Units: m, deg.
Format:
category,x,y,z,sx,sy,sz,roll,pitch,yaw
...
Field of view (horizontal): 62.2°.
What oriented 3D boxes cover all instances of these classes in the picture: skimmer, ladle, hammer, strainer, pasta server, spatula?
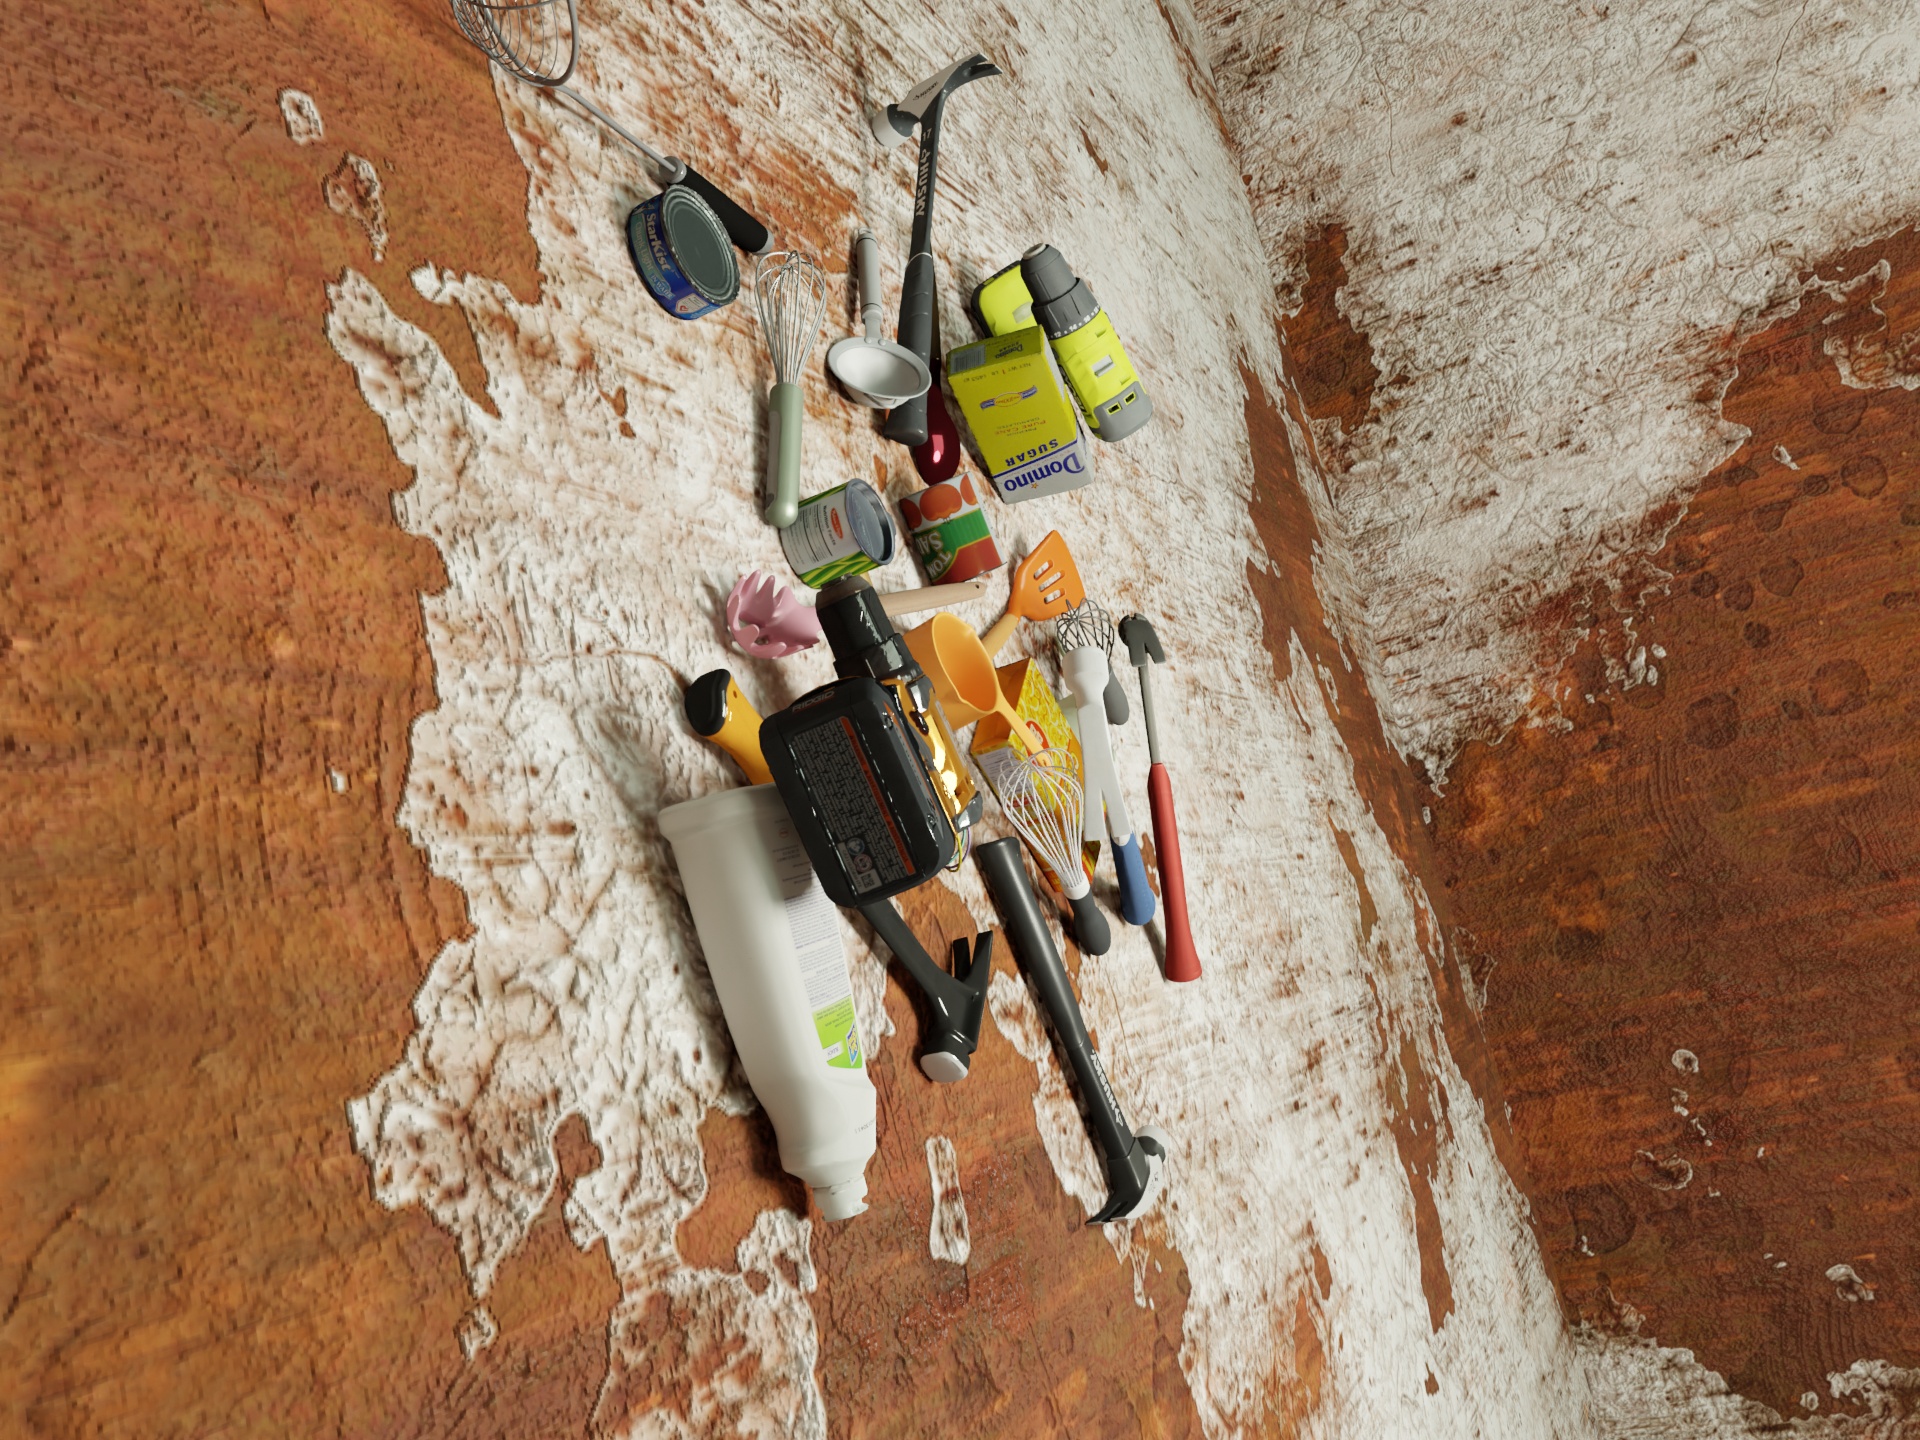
category,x,y,z,sx,sy,sz,roll,pitch,yaw
skimmer,-0.209,-0.416,1.050,0.127,0.090,0.363,43,10,25
ladle,-0.027,-0.346,1.465,0.069,0.031,0.316,43,36,-51
hammer,-0.031,-0.416,1.404,0.036,0.149,0.409,25,57,-38
hammer,0.086,0.247,1.284,0.334,0.035,0.146,68,24,-9
hammer,0.190,0.085,1.494,0.149,0.036,0.359,-88,169,-72
strainer,-0.074,-0.334,1.339,0.087,0.050,0.259,7,52,-16
hammer,-0.074,0.091,1.054,0.336,0.034,0.127,56,30,-31
pasta server,-0.063,-0.083,1.140,0.316,0.040,0.060,-17,74,-56
hammer,0.132,0.094,1.326,0.405,0.035,0.144,67,16,-62
spatula,0.045,-0.083,1.416,0.081,0.041,0.323,66,26,-16

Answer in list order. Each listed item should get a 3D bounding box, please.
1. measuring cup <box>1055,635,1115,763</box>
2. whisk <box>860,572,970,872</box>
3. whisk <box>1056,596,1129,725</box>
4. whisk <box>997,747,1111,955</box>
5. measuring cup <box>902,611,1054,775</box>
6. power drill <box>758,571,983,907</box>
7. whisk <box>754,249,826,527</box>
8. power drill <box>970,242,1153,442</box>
category,x,y,z,sx,sy,sz,roll,pitch,yaw
measuring cup,0.101,-0.017,1.508,0.083,0.038,0.168,50,15,-44
whisk,-0.046,-0.003,1.181,0.047,0.051,0.245,49,22,-82
whisk,0.134,-0.051,1.539,0.238,0.055,0.055,58,24,-61
whisk,0.088,0.117,1.306,0.284,0.070,0.070,67,21,-47
measuring cup,0.009,-0.006,1.253,0.173,0.052,0.095,50,28,-28
power drill,-0.054,0.004,0.967,0.226,0.084,0.185,-51,118,-78
whisk,-0.128,-0.247,1.166,0.059,0.058,0.247,14,60,-27
power drill,0.088,-0.376,1.532,0.190,0.080,0.229,57,-3,-26
